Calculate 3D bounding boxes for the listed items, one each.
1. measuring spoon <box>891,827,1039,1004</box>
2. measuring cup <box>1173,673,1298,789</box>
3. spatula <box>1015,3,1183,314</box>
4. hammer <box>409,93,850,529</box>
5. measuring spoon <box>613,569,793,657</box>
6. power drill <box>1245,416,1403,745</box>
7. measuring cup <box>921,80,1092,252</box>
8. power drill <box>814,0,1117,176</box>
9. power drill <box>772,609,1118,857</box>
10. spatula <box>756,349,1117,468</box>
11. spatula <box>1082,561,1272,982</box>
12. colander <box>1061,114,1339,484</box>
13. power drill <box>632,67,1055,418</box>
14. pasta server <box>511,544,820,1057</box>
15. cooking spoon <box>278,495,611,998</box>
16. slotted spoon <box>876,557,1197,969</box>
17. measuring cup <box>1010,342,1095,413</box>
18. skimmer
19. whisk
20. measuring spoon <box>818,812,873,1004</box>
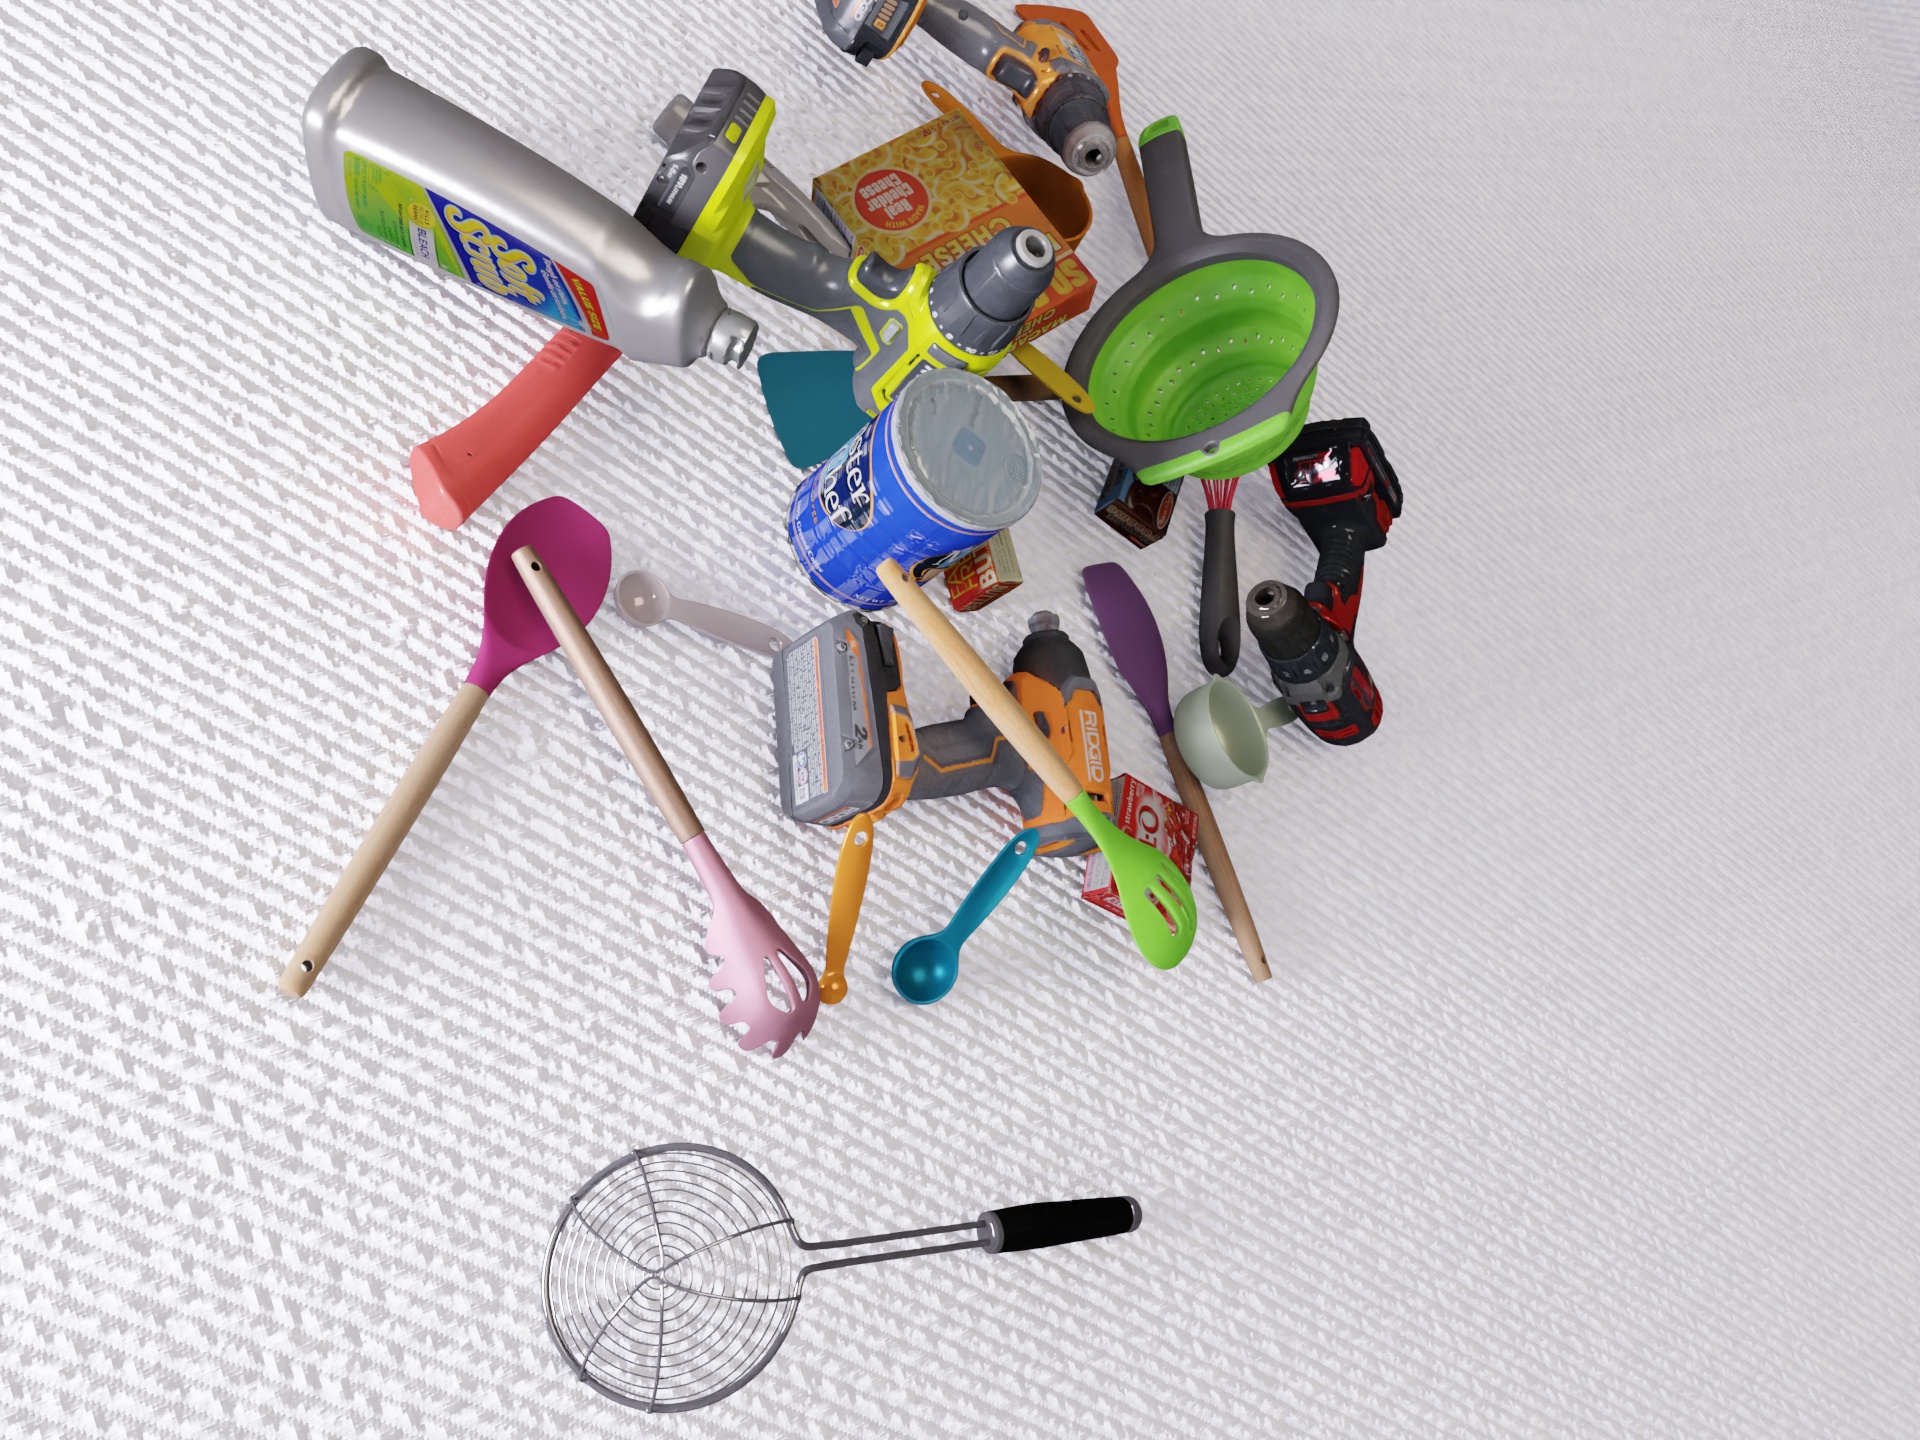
[{"bbox_3d":[0.003,0.114,0.957,0.042,0.021,0.128,43,79,-24],"label":"measuring spoon"},{"bbox_3d":[0.204,0.005,1.155,0.167,0.038,0.083,-15,81,-58],"label":"measuring cup"},{"bbox_3d":[0.131,-0.442,1.287,0.081,0.041,0.322,-15,85,-38],"label":"spatula"},{"bbox_3d":[-0.204,-0.237,0.968,0.149,0.036,0.359,40,54,-15],"label":"hammer"},{"bbox_3d":[-0.153,-0.057,0.951,0.124,0.018,0.034,19,62,-35],"label":"measuring spoon"},{"bbox_3d":[0.265,-0.114,1.181,0.187,0.080,0.227,42,51,-48],"label":"power drill"},{"bbox_3d":[0.021,-0.399,1.181,0.095,0.052,0.174,-32,75,-36],"label":"measuring cup"},{"bbox_3d":[0.012,-0.484,1.152,0.226,0.084,0.186,18,38,-30],"label":"power drill"},{"bbox_3d":[-0.002,-0.003,0.992,0.226,0.084,0.164,8,67,-37],"label":"power drill"},{"bbox_3d":[0.005,-0.229,1.119,0.317,0.044,0.082,-12,78,-42],"label":"spatula"},{"bbox_3d":[0.158,0.033,1.123,0.059,0.018,0.316,-12,79,-42],"label":"spatula"},{"bbox_3d":[0.180,-0.304,1.178,0.094,0.204,0.398,47,32,-44],"label":"colander"},{"bbox_3d":[-0.069,-0.275,0.937,0.228,0.190,0.080,28,64,-18],"label":"power drill"},{"bbox_3d":[-0.166,0.044,0.884,0.060,0.040,0.316,-31,91,-38],"label":"pasta server"},{"bbox_3d":[-0.269,0.004,0.841,0.068,0.017,0.319,38,54,-24],"label":"cooking spoon"},{"bbox_3d":[0.052,0.027,0.956,0.313,0.031,0.070,51,43,-14],"label":"slotted spoon"},{"bbox_3d":[0.029,-0.259,1.116,0.156,0.029,0.062,41,52,5],"label":"measuring cup"},{"bbox_3d":[-0.047,0.291,0.878,0.363,0.090,0.127,9,64,-43],"label":"skimmer"},{"bbox_3d":[0.198,-0.175,1.210,0.073,0.073,0.296,12,72,-31],"label":"whisk"},{"bbox_3d":[-0.064,0.109,0.908,0.021,0.011,0.117,4,103,-31],"label":"measuring spoon"}]
